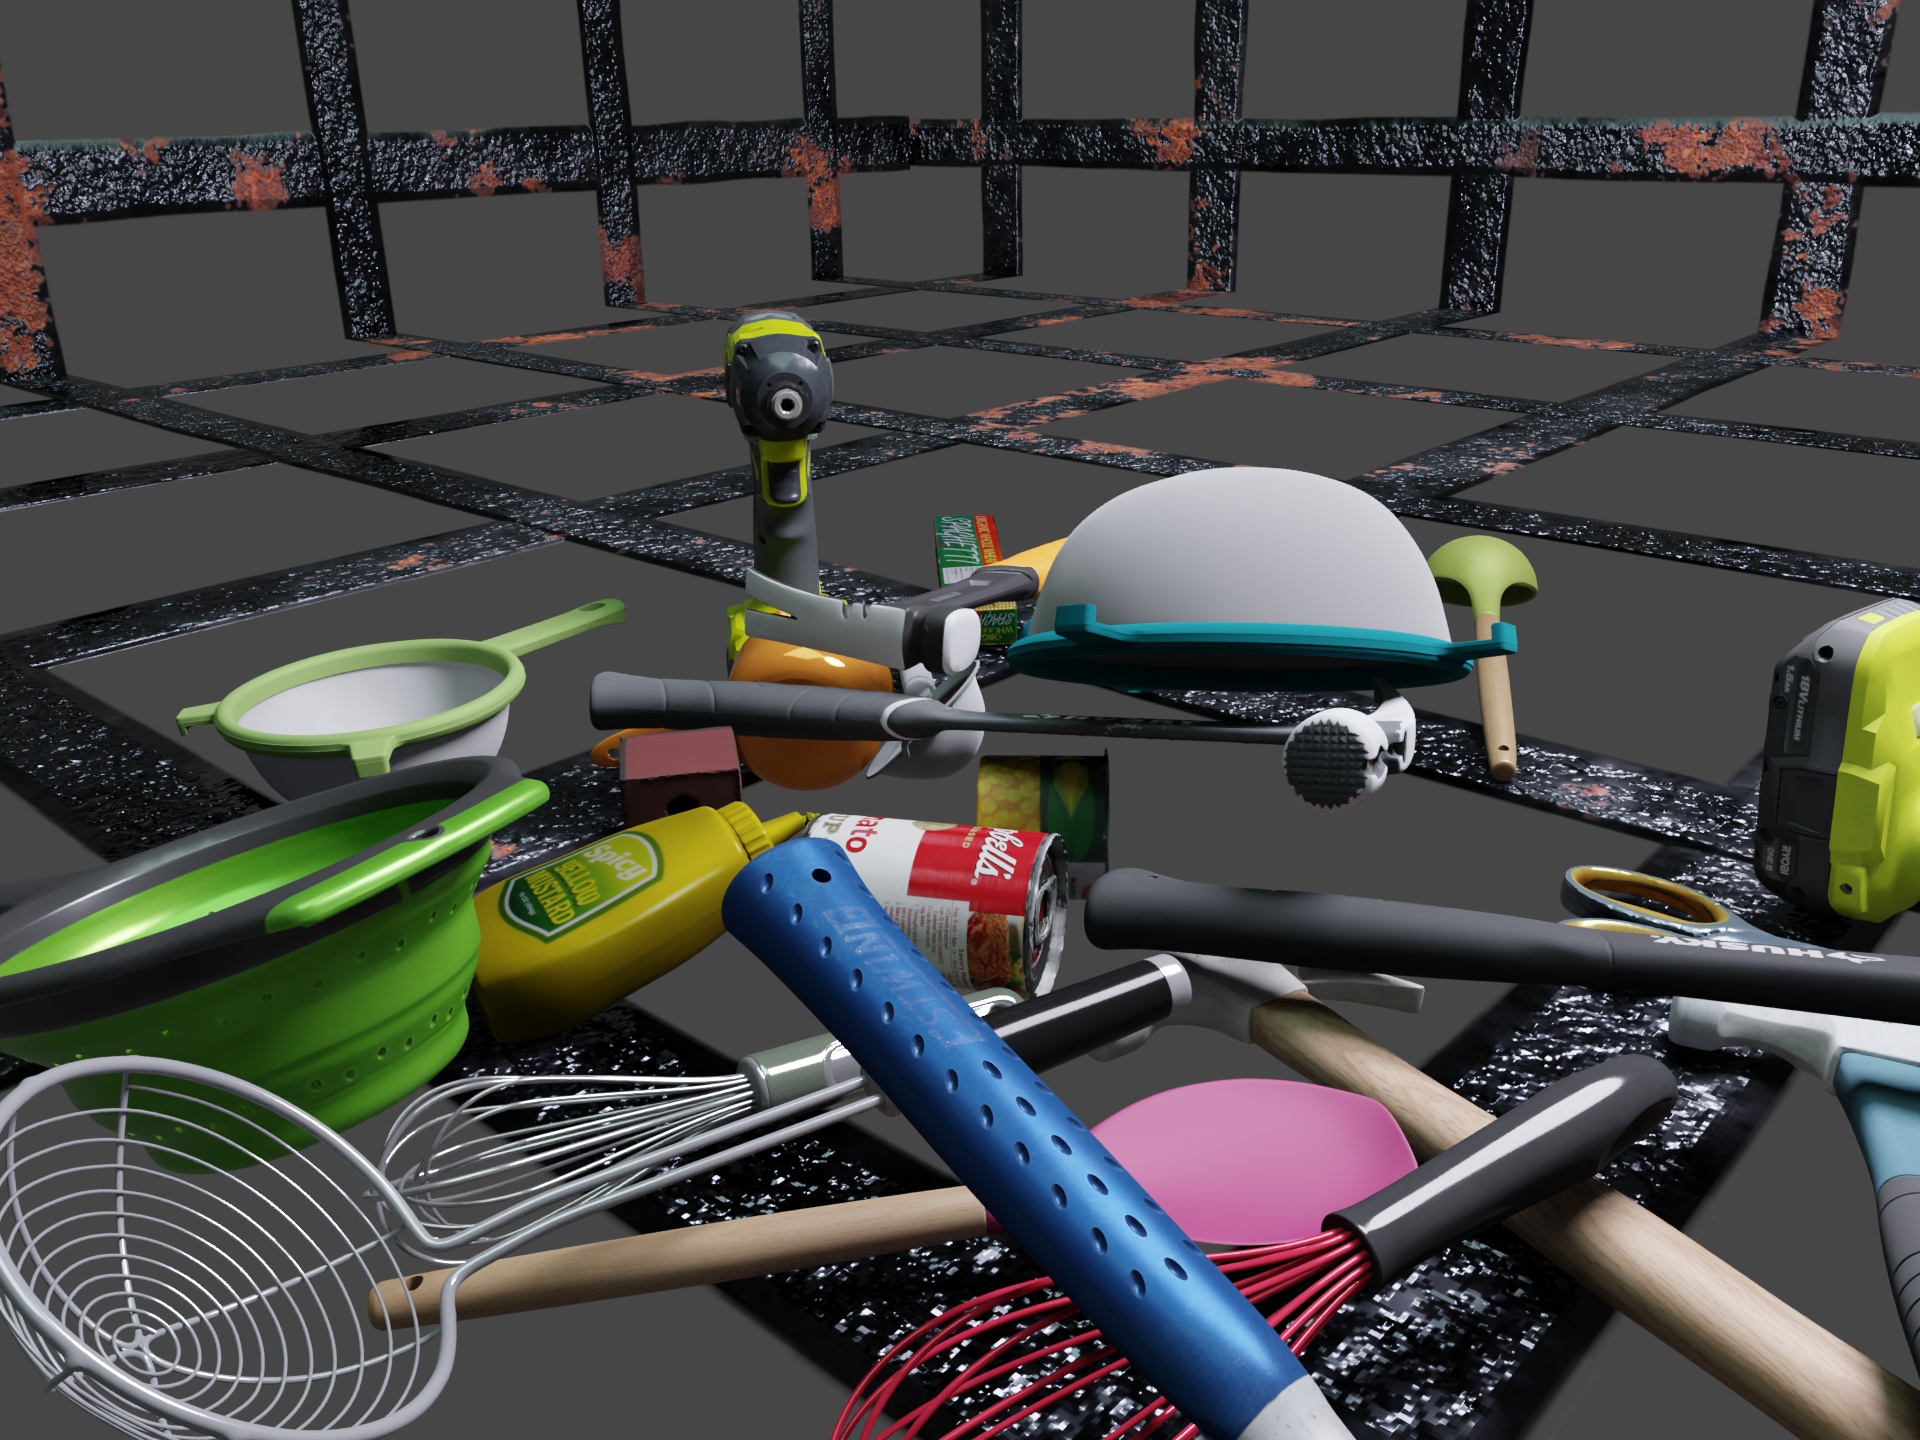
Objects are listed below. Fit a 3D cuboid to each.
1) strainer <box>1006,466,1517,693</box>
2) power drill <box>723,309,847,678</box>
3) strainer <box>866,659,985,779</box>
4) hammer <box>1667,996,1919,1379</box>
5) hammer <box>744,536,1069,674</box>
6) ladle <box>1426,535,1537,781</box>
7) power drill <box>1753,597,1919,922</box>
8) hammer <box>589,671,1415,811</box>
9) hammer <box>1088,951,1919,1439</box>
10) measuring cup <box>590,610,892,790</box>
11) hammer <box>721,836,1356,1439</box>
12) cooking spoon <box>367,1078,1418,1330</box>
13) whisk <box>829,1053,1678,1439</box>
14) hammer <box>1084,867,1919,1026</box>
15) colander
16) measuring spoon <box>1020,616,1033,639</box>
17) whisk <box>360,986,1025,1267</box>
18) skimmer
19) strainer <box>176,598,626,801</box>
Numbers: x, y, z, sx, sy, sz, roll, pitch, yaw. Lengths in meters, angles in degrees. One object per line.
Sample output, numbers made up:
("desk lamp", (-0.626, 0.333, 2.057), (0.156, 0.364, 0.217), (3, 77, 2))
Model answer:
("strainer", (0.122, -0.064, 0.802), (0.211, 0.095, 0.340), (2, -2, -5))
("power drill", (-0.101, -0.114, 0.920), (0.080, 0.223, 0.171), (-4, 22, -8))
("strainer", (-0.020, -0.013, 0.912), (0.087, 0.050, 0.259), (-45, 15, 8))
("hammer", (0.270, 0.142, 0.440), (0.128, 0.033, 0.331), (10, 13, 21))
("hammer", (0.029, -0.079, 0.877), (0.127, 0.034, 0.337), (13, 19, 30))
("ladle", (0.322, -0.037, 0.973), (0.078, 0.062, 0.320), (6, 29, 12))
("power drill", (0.437, 0.024, 0.603), (0.080, 0.190, 0.229), (-16, 22, -33))
("hammer", (-0.001, -0.002, 0.716), (0.409, 0.036, 0.149), (3, 9, 27))
("hammer", (0.181, 0.147, 0.509), (0.130, 0.031, 0.332), (-14, 25, -28))
("measuring cup", (-0.120, 0.006, 0.838), (0.173, 0.095, 0.052), (-17, 25, 9))
("hammer", (0.070, 0.157, 0.335), (0.144, 0.035, 0.406), (-20, 46, -35))
("cooking spoon", (-0.018, 0.154, 0.486), (0.319, 0.017, 0.069), (-8, 31, -4))
("whisk", (0.090, 0.151, 0.426), (0.296, 0.073, 0.073), (-18, 27, -26))
("hammer", (0.205, 0.082, 0.545), (0.335, 0.035, 0.146), (3, 7, 22))
("colander", (-0.305, 0.100, 0.598), (0.397, 0.094, 0.204), (-9, 15, 34))
("measuring spoon", (0.091, -0.050, 1.023), (0.129, 0.021, 0.042), (20, 29, 41))
("whisk", (-0.078, 0.130, 0.548), (0.246, 0.058, 0.059), (-10, -8, -31))
("skimmer", (-0.072, 0.106, 0.464), (0.363, 0.090, 0.127), (-13, 39, -30))
("strainer", (-0.270, -0.005, 0.862), (0.151, 0.069, 0.256), (9, 23, 30))
